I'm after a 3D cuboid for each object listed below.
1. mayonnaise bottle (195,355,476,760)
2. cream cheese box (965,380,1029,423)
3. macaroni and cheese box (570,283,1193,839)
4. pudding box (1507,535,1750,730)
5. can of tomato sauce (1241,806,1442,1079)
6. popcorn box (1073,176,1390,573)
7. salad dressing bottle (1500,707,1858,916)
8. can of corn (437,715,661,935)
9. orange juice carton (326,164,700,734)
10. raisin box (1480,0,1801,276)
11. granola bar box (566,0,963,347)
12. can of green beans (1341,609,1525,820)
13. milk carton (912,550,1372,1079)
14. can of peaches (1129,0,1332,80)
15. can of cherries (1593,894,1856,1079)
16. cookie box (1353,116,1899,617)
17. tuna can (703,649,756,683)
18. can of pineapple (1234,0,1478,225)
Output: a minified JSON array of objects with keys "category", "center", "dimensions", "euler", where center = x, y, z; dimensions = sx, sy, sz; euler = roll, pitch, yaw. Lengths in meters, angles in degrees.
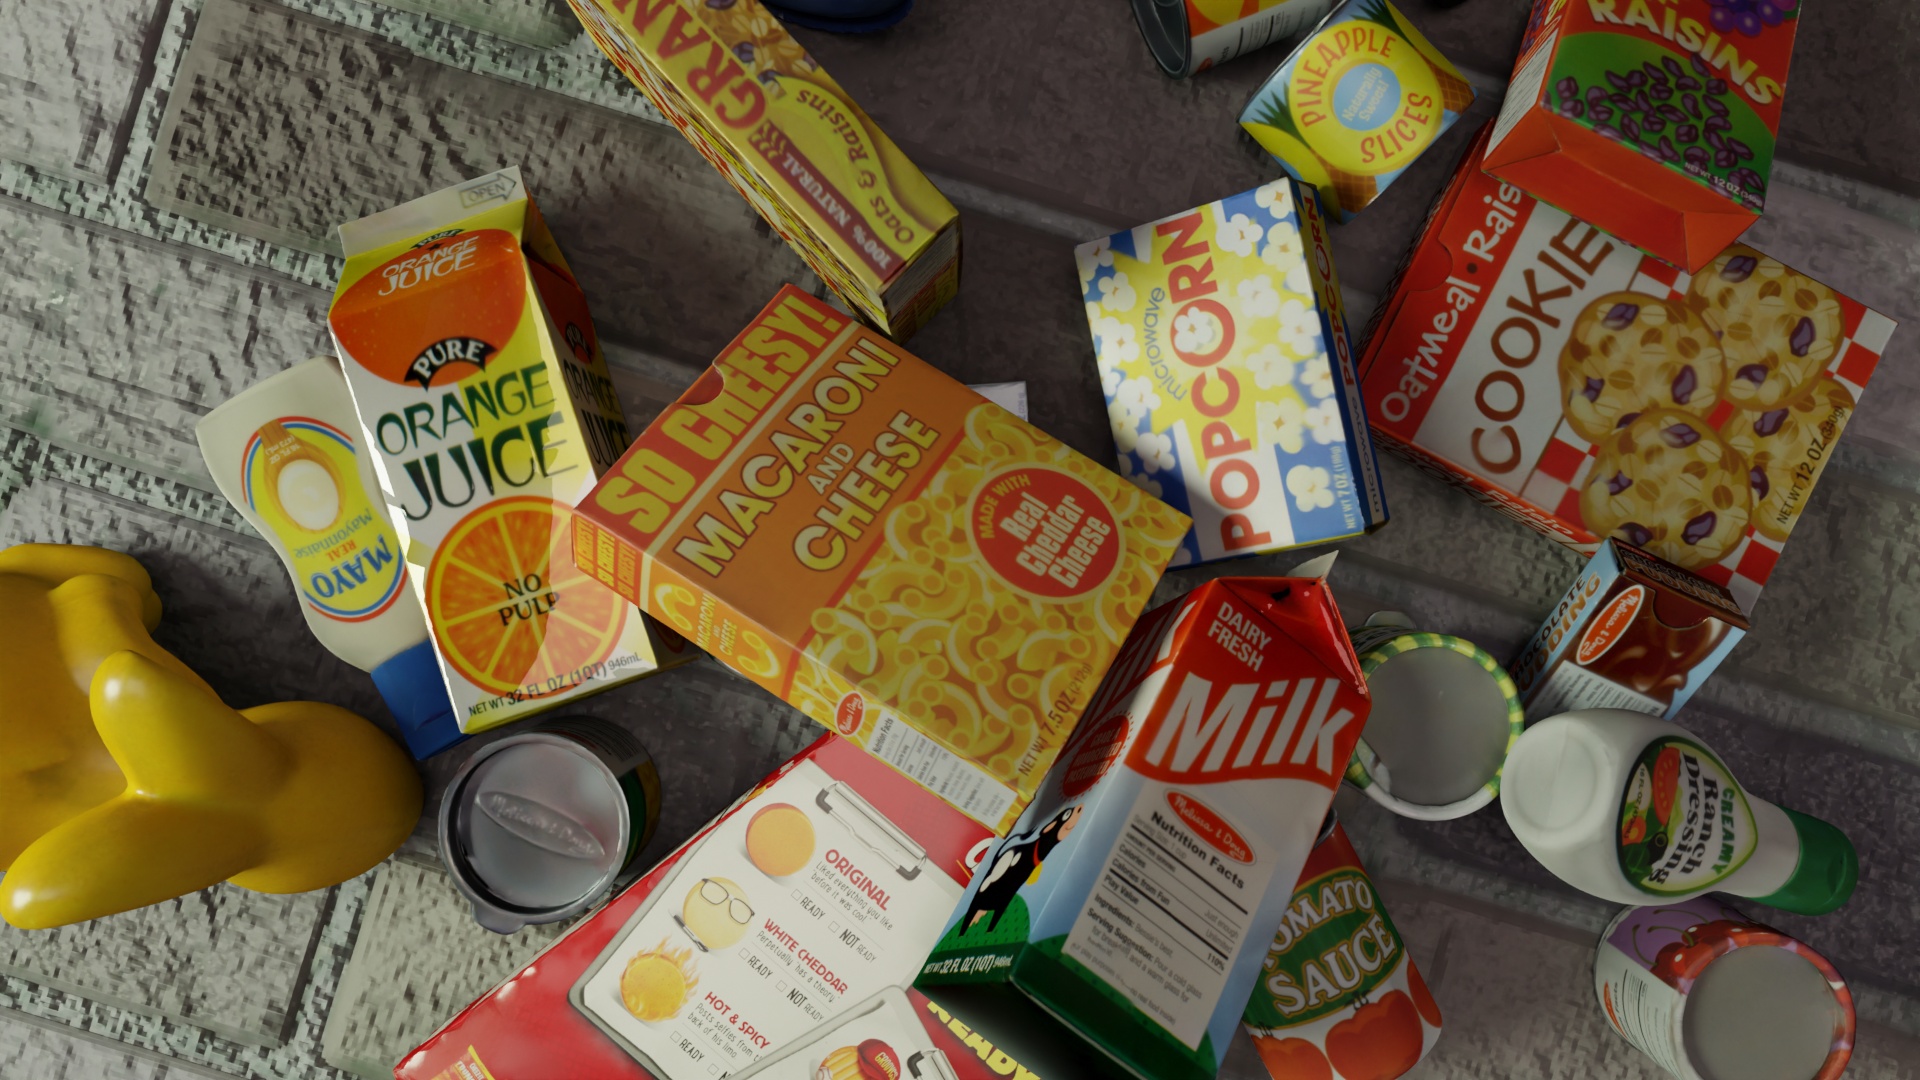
[{"category":"mayonnaise bottle","center":[-0.219,0.009,0.515],"dimensions":[0.065,0.041,0.148],"euler":[-29,89,-2]},{"category":"cream cheese box","center":[0.002,-0.007,0.525],"dimensions":[0.053,0.024,0.103],"euler":[-3,89,1]},{"category":"macaroni and cheese box","center":[-0.023,0.000,0.461],"dimensions":[0.166,0.040,0.124],"euler":[31,56,6]},{"category":"pudding box","center":[0.236,0.046,0.503],"dimensions":[0.050,0.030,0.083],"euler":[24,121,1]},{"category":"can of tomato sauce","center":[0.125,0.148,0.500],"dimensions":[0.071,0.071,0.083],"euler":[-28,90,-1]},{"category":"popcorn box","center":[0.097,-0.057,0.502],"dimensions":[0.085,0.038,0.126],"euler":[-12,89,31]},{"category":"salad dressing bottle","center":[0.255,0.100,0.486],"dimensions":[0.148,0.044,0.064],"euler":[19,83,-27]},{"category":"can of corn","center":[-0.148,0.101,0.505],"dimensions":[0.071,0.058,0.071],"euler":[0,89,0]},{"category":"orange juice carton","center":[-0.163,-0.035,0.501],"dimensions":[0.072,0.073,0.192],"euler":[-18,89,0]},{"category":"raisin box","center":[0.246,-0.166,0.498],"dimensions":[0.086,0.040,0.124],"euler":[26,63,0]},{"category":"granola bar box","center":[-0.068,-0.144,0.477],"dimensions":[0.039,0.124,0.165],"euler":[-44,90,-1]},{"category":"can of green beans","center":[0.163,0.065,0.507],"dimensions":[0.071,0.058,0.071],"euler":[0,89,0]},{"category":"milk carton","center":[0.071,0.083,0.460],"dimensions":[0.073,0.072,0.191],"euler":[38,60,-9]},{"category":"can of peaches","center":[0.095,-0.213,0.508],"dimensions":[0.058,0.071,0.071],"euler":[-21,89,-1]},{"category":"can of cherries","center":[0.278,0.166,0.506],"dimensions":[0.071,0.058,0.071],"euler":[0,89,0]},{"category":"cookie box","center":[0.239,-0.063,0.519],"dimensions":[0.167,0.040,0.123],"euler":[27,89,0]},{"category":"tuna can","center":[-0.067,0.018,0.520],"dimensions":[0.071,0.033,0.071],"euler":[0,90,0]},{"category":"can of pineapple","center":[0.144,-0.158,0.506],"dimensions":[0.071,0.071,0.058],"euler":[-45,90,-1]}]
